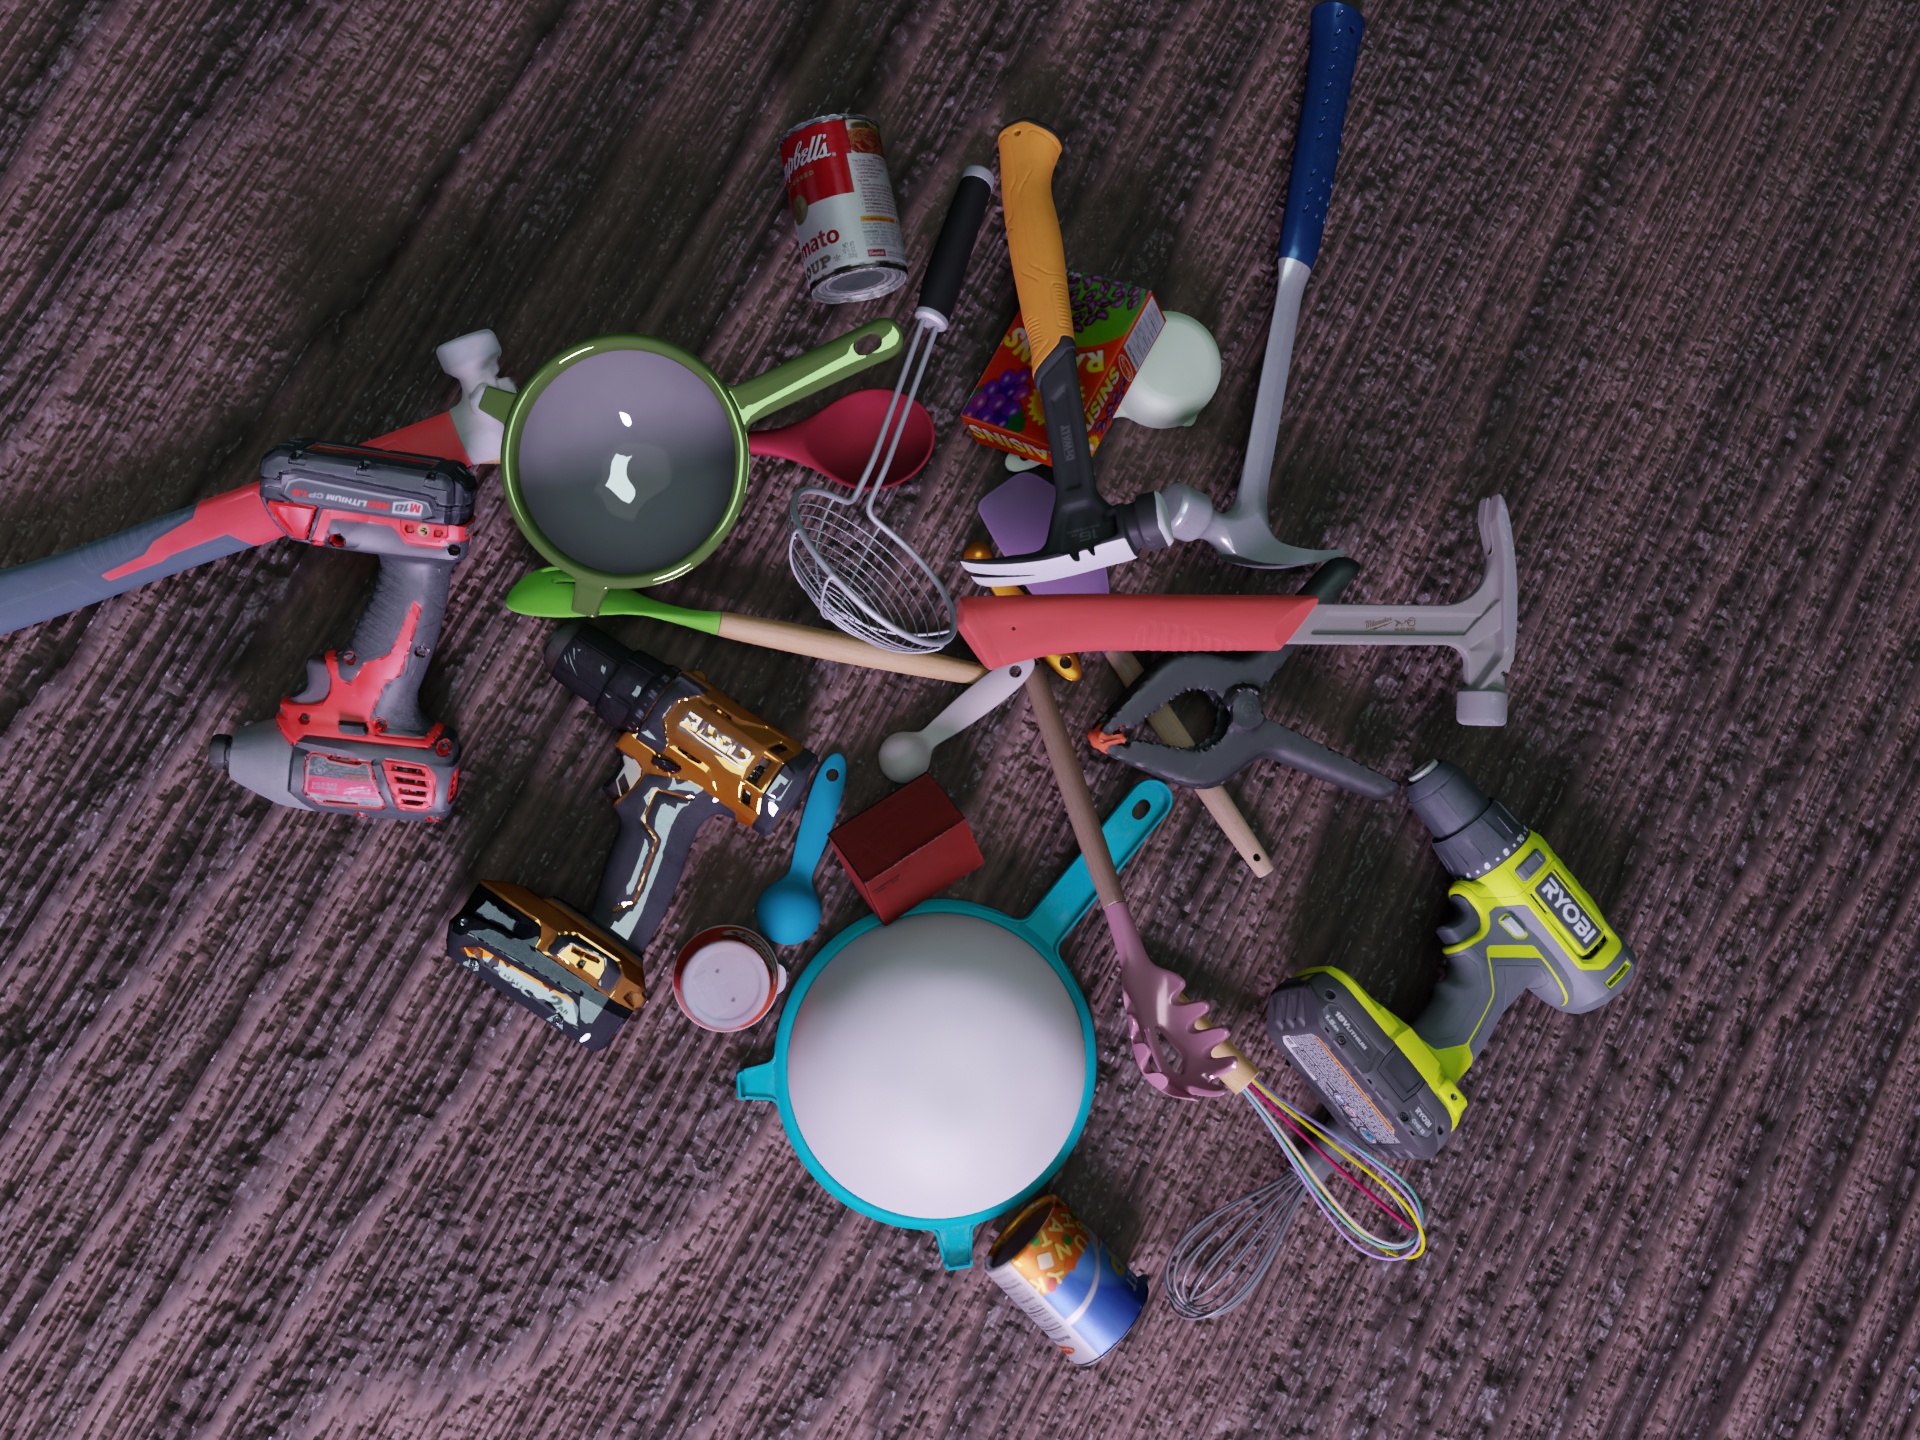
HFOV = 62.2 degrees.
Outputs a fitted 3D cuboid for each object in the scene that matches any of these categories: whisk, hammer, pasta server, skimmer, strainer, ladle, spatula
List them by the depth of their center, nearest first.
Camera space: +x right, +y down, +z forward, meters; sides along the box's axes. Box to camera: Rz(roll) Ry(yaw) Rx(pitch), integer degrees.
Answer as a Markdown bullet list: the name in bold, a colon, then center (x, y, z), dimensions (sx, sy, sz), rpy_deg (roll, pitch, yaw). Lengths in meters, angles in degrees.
- **strainer**: center (-0.150, -0.177, 0.968), dimensions (0.256, 0.069, 0.151), rpy_deg (-25, 91, 3)
- **hammer**: center (-0.442, -0.106, 0.973), dimensions (0.386, 0.038, 0.143), rpy_deg (-22, 104, -6)
- **skimmer**: center (-0.017, -0.209, 0.992), dimensions (0.127, 0.090, 0.363), rpy_deg (30, 66, -32)
- **pasta server**: center (0.092, 0.088, 0.993), dimensions (0.060, 0.040, 0.316), rpy_deg (-4, 64, -29)
- **strainer**: center (0.031, 0.170, 0.998), dimensions (0.211, 0.095, 0.340), rpy_deg (40, 82, -3)
- **hammer**: center (0.178, -0.071, 1.009), dimensions (0.359, 0.037, 0.149), rpy_deg (0, 89, -7)
- **whisk**: center (0.202, 0.245, 1.016), dimensions (0.051, 0.047, 0.245), rpy_deg (-42, 74, -11)
- **hammer**: center (0.050, -0.245, 1.016), dimensions (0.127, 0.034, 0.337), rpy_deg (-13, 66, 17)
- **ladle**: center (-0.174, -0.178, 1.032), dimensions (0.315, 0.031, 0.069), rpy_deg (-3, 81, -7)
- **whisk**: center (0.222, 0.300, 1.044), dimensions (0.239, 0.055, 0.055), rpy_deg (-41, 92, -14)
- **spatula**: center (0.119, -0.029, 1.066), dimensions (0.060, 0.018, 0.316), rpy_deg (-34, 90, 1)
- **hammer**: center (0.229, -0.296, 1.082), dimensions (0.144, 0.035, 0.406), rpy_deg (18, 78, -30)

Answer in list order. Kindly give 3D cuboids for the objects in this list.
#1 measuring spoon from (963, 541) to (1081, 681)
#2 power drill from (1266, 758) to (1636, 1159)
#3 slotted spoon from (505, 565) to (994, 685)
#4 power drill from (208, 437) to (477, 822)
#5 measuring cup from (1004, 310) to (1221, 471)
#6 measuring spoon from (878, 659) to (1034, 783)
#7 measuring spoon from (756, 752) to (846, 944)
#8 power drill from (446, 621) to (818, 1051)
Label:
- **measuring spoon**: center (0.043, -0.073, 1.062), dimensions (0.021, 0.011, 0.117), rpy_deg (-40, 92, -9)
- **power drill**: center (0.311, 0.153, 1.038), dimensions (0.228, 0.080, 0.190), rpy_deg (-38, 88, -22)
- **slotted spoon**: center (-0.129, -0.058, 1.019), dimensions (0.313, 0.070, 0.031), rpy_deg (11, 110, -13)
- **power drill**: center (-0.364, -0.050, 0.944), dimensions (0.143, 0.079, 0.219), rpy_deg (7, 104, -12)
- **measuring cup**: center (0.102, -0.216, 1.068), dimensions (0.167, 0.038, 0.083), rpy_deg (-33, 91, -12)
- **measuring spoon**: center (-0.002, -0.003, 1.036), dimensions (0.124, 0.018, 0.034), rpy_deg (-38, 89, 2)
- **measuring spoon**: center (-0.097, 0.082, 1.023), dimensions (0.042, 0.021, 0.128), rpy_deg (18, 84, -7)
- **power drill**: center (-0.222, 0.064, 0.980), dimensions (0.185, 0.084, 0.226), rpy_deg (34, 77, -1)
